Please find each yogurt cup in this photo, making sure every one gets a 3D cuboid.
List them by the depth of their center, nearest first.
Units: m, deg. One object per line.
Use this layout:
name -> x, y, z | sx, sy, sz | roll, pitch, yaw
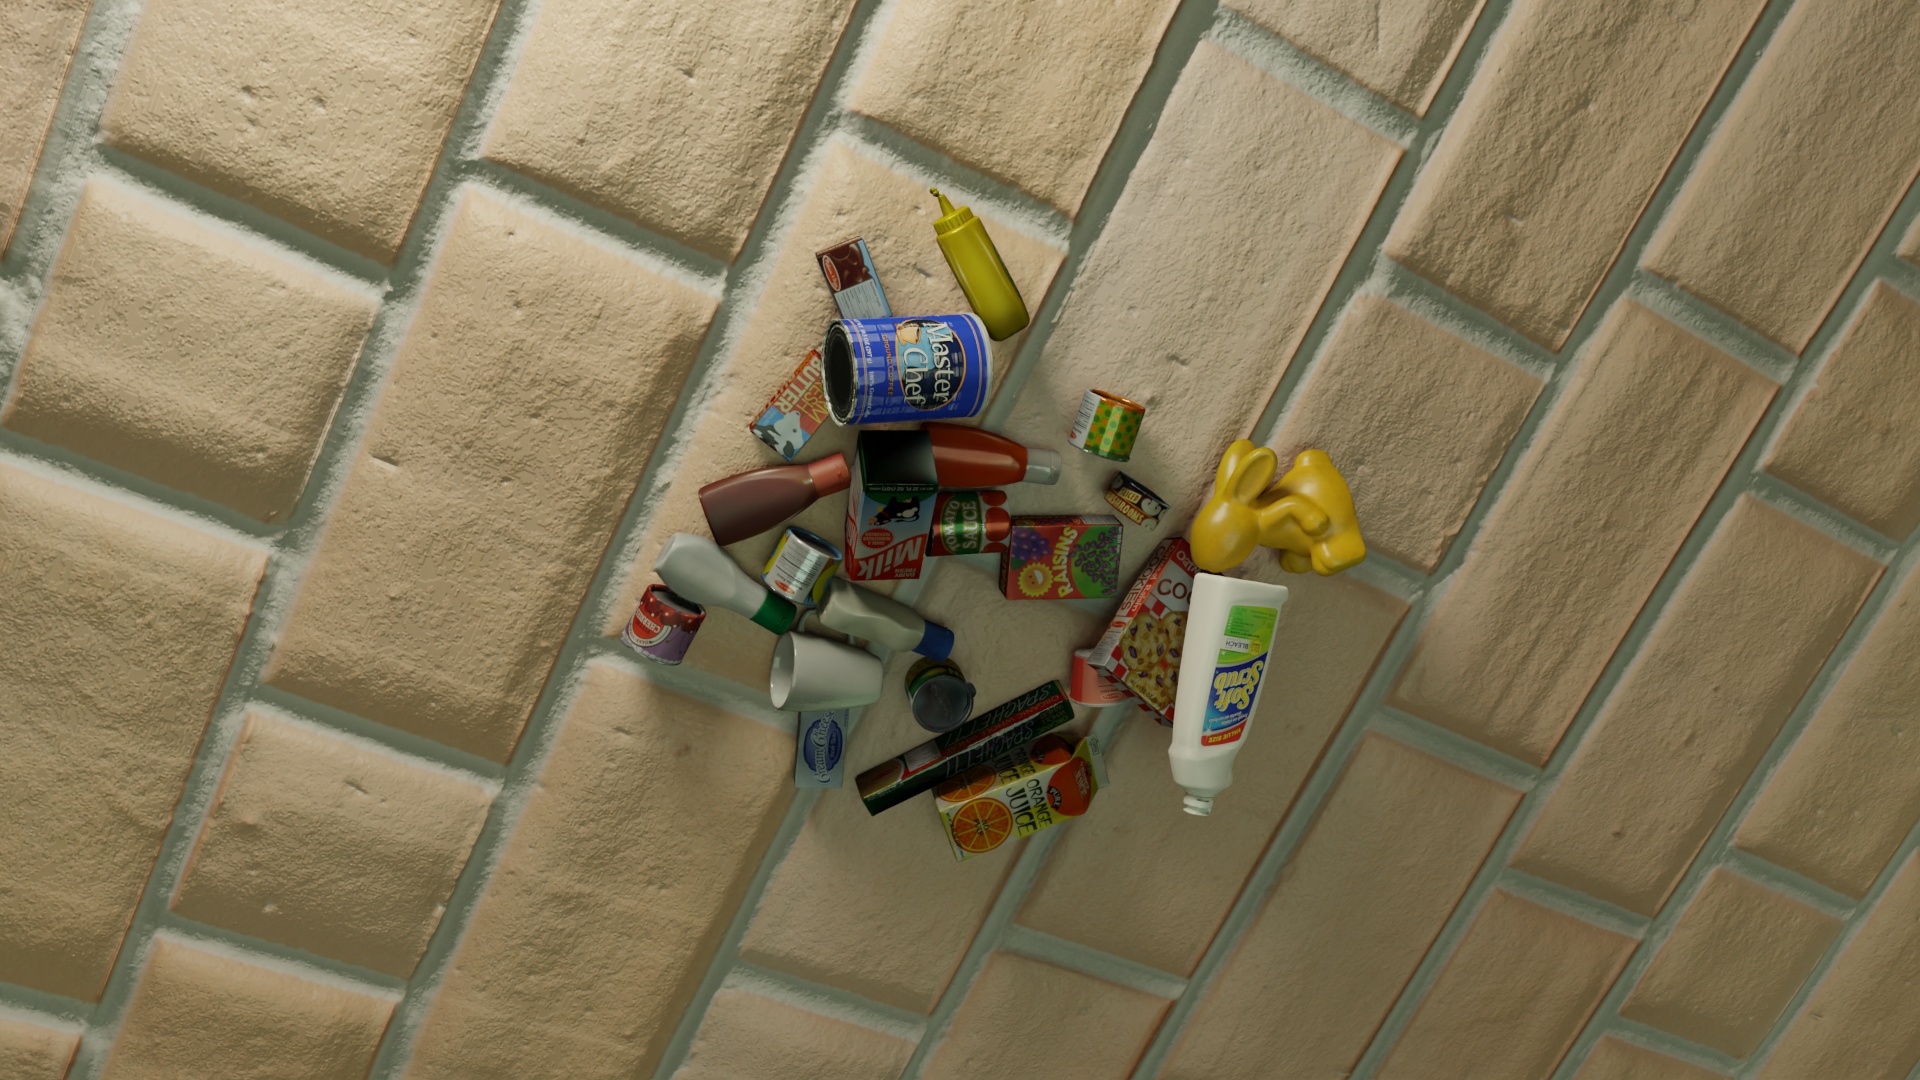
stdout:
yogurt cup -> 0.152, 0.147, 1.518 | 0.072, 0.072, 0.053 | -5, 101, -10

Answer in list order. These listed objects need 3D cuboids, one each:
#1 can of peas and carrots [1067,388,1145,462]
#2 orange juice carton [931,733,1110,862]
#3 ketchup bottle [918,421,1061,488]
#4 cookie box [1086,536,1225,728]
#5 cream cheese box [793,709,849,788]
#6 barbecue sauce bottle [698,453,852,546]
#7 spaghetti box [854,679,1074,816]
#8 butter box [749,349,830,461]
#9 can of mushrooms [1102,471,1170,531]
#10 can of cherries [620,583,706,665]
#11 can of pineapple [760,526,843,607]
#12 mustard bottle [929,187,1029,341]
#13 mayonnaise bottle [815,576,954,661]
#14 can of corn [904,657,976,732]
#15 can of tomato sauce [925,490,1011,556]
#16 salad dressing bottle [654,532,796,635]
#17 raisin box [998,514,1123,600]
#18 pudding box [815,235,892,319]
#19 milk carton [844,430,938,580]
can of peas and carrots -> 0.153, -0.118, 1.427 | 0.071, 0.071, 0.058 | 14, 104, -16
orange juice carton -> 0.070, 0.277, 1.537 | 0.193, 0.073, 0.071 | -20, 111, -5
ketchup bottle -> 0.028, -0.082, 1.424 | 0.149, 0.044, 0.064 | 6, 109, -14
cookie box -> 0.229, 0.099, 1.498 | 0.123, 0.040, 0.168 | 40, 73, -21
cream cheese box -> -0.150, 0.216, 1.496 | 0.053, 0.024, 0.103 | 2, 107, -11
barbecue sauce bottle -> -0.183, -0.047, 1.391 | 0.149, 0.044, 0.064 | -20, 112, -6
spaghetti box -> 0.005, 0.226, 1.519 | 0.250, 0.050, 0.028 | -26, 114, -3
butter box -> -0.157, -0.134, 1.378 | 0.053, 0.024, 0.103 | 38, 97, -21
can of mushrooms -> 0.184, -0.041, 1.457 | 0.071, 0.071, 0.033 | 32, 101, -20
can of cherries -> -0.299, 0.084, 1.395 | 0.071, 0.071, 0.058 | 26, 101, -19
can of pineapple -> -0.160, 0.026, 1.410 | 0.071, 0.071, 0.057 | 28, 100, -19
mustard bottle -> 0.013, -0.272, 1.349 | 0.049, 0.065, 0.160 | -28, 108, 3
mayonnaise bottle -> -0.078, 0.086, 1.450 | 0.148, 0.065, 0.041 | 24, 113, -22
can of corn -> -0.022, 0.162, 1.487 | 0.071, 0.058, 0.071 | -4, 109, -11
can of tomato sauce -> 0.005, -0.018, 1.427 | 0.083, 0.071, 0.071 | -3, 109, -11
salad dressing bottle -> -0.237, 0.047, 1.412 | 0.147, 0.044, 0.064 | 33, 97, -21
raisin box -> 0.106, 0.017, 1.477 | 0.123, 0.040, 0.085 | -1, 109, -13
pudding box -> -0.103, -0.248, 1.348 | 0.050, 0.030, 0.083 | -23, 111, -3
milk carton -> -0.073, -0.020, 1.384 | 0.072, 0.074, 0.189 | 0, 141, -13
